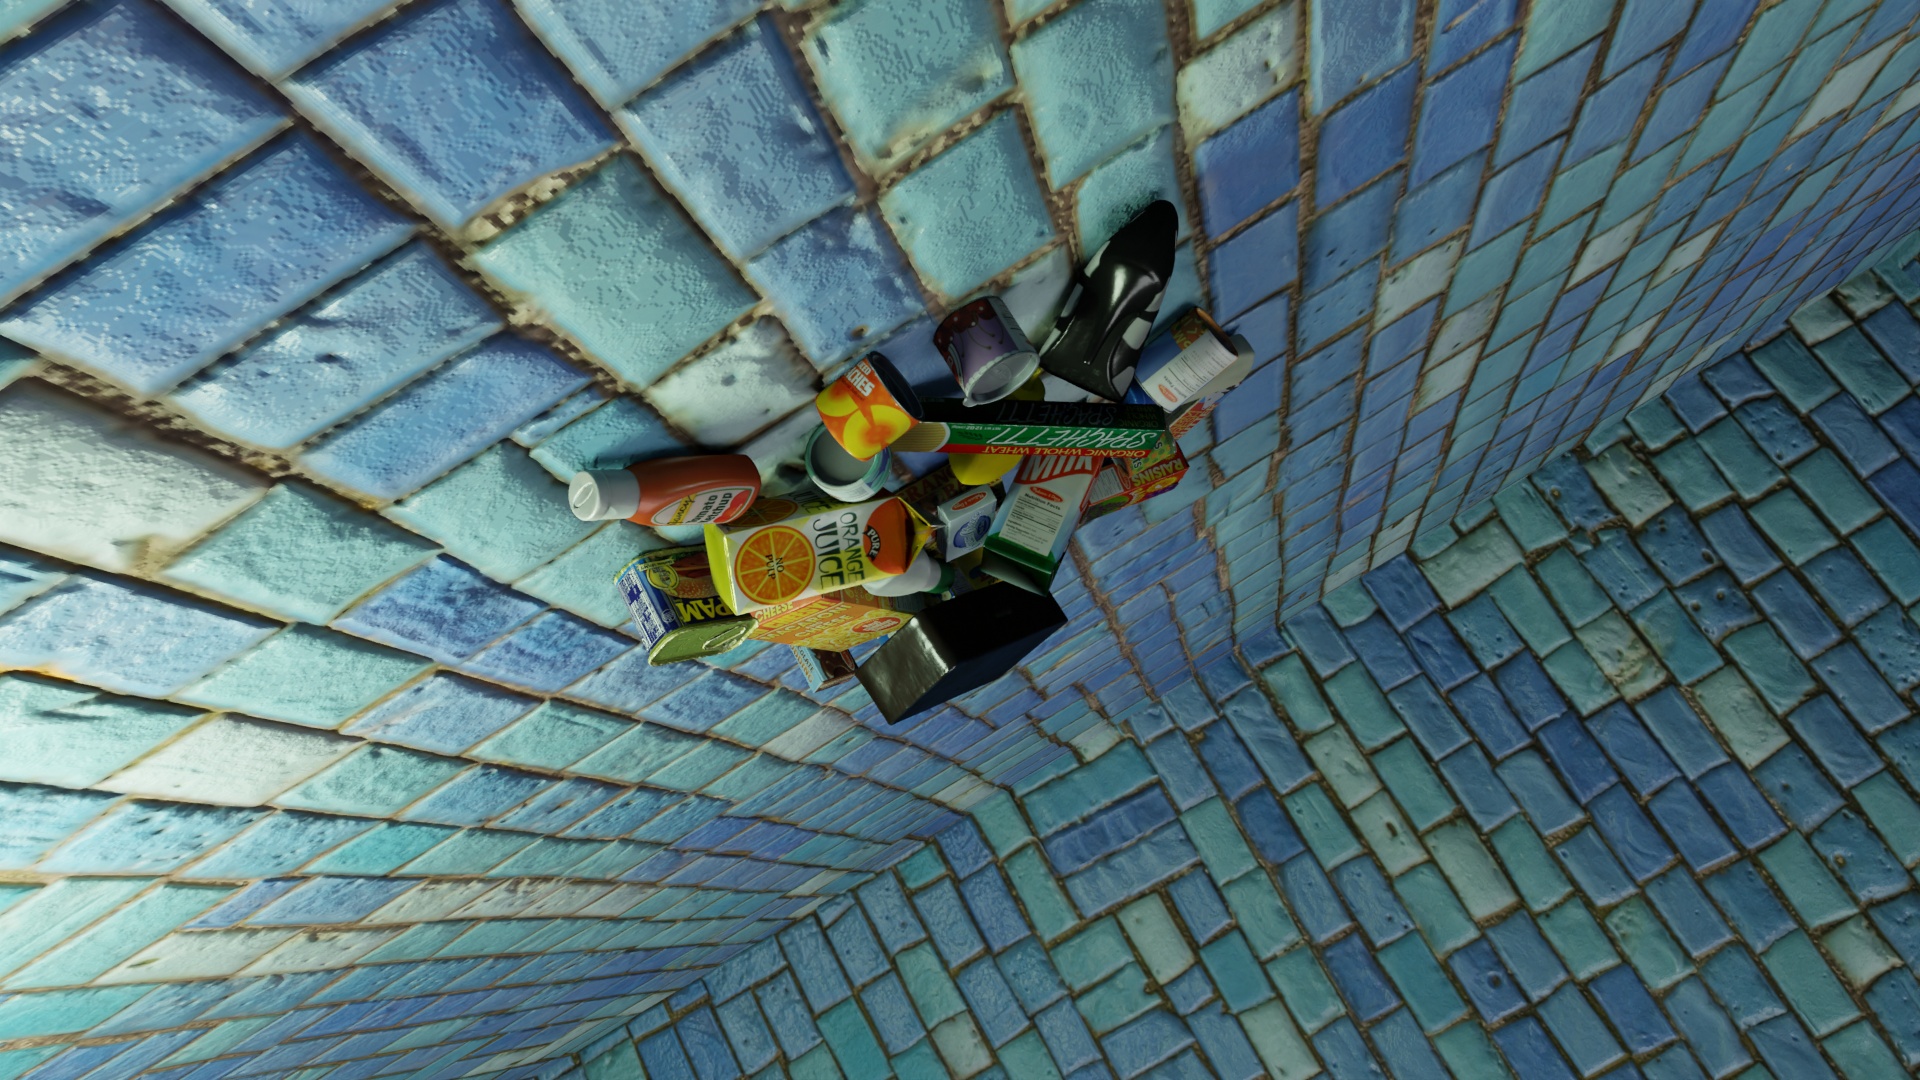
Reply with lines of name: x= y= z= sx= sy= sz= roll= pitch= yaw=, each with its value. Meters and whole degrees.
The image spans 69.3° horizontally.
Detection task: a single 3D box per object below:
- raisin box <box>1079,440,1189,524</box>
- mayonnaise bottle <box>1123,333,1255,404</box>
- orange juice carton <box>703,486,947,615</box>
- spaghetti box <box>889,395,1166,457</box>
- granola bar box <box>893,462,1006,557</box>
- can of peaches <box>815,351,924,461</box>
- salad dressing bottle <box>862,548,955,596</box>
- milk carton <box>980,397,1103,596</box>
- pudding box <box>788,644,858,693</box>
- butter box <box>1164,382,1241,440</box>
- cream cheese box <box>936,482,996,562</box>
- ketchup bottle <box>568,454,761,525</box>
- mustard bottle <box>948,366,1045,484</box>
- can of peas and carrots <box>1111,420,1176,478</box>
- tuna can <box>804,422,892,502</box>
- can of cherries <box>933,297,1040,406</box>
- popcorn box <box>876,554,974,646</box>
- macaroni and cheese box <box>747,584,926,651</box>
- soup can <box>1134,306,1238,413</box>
raisin box: x=0.190 y=-0.065 z=1.580 sx=0.123 sy=0.040 sz=0.086 roll=-21 pitch=168 yaw=-8
mayonnaise bottle: x=0.229 y=-0.165 z=1.420 sx=0.148 sy=0.041 sz=0.064 roll=-21 pitch=158 yaw=-23
orange juice carton: x=-0.113 y=-0.002 z=1.178 sx=0.193 sy=0.072 sz=0.072 roll=-14 pitch=111 yaw=-21
spaghetti box: x=0.055 y=-0.098 z=1.198 sx=0.250 sy=0.029 sz=0.050 roll=1 pitch=152 yaw=-16
granola bar box: x=-0.035 y=-0.021 z=1.387 sx=0.166 sy=0.039 sz=0.124 roll=-30 pitch=162 yaw=-3
can of peaches: x=-0.072 y=-0.105 z=1.075 sx=0.058 sy=0.071 sz=0.071 roll=-36 pitch=161 yaw=16
salad dressing bottle: x=-0.050 y=0.030 z=1.362 sx=0.064 sy=0.044 sz=0.147 roll=-36 pitch=161 yaw=15
milk carton: x=0.090 y=-0.049 z=1.378 sx=0.072 sy=0.073 sz=0.191 roll=92 pitch=21 yaw=-69
pudding box: x=-0.152 y=0.117 z=1.492 sx=0.050 sy=0.084 sz=0.030 roll=-17 pitch=158 yaw=-38
butter box: x=0.255 y=-0.149 z=1.525 sx=0.053 sy=0.024 sz=0.103 roll=-6 pitch=149 yaw=-51
cream cheese box: x=0.005 y=-0.017 z=1.353 sx=0.053 sy=0.024 sz=0.103 roll=-25 pitch=160 yaw=-12
ketchup bottle: x=-0.224 y=-0.037 z=1.048 sx=0.149 sy=0.043 sz=0.064 roll=-5 pitch=149 yaw=-51
mustard bottle: x=0.041 y=-0.111 z=1.256 sx=0.065 sy=0.049 sz=0.159 roll=-13 pitch=155 yaw=-32
can of peas and carrots: x=0.186 y=-0.107 z=1.459 sx=0.059 sy=0.071 sz=0.070 roll=-30 pitch=161 yaw=-2
tuna can: x=-0.091 y=-0.070 z=1.137 sx=0.071 sy=0.071 sz=0.032 roll=-32 pitch=160 yaw=4
can of cherries: x=0.018 y=-0.150 z=1.106 sx=0.071 sy=0.058 sz=0.071 roll=-28 pitch=162 yaw=-10
popcorn box: x=-0.052 y=0.057 z=1.488 sx=0.038 sy=0.085 sz=0.126 roll=-13 pitch=154 yaw=-50
macaroni and cheese box: x=-0.132 y=0.069 z=1.391 sx=0.123 sy=0.040 sz=0.166 roll=-23 pitch=158 yaw=30
soup can: x=0.214 y=-0.175 z=1.335 sx=0.083 sy=0.071 sz=0.071 roll=-40 pitch=159 yaw=22
